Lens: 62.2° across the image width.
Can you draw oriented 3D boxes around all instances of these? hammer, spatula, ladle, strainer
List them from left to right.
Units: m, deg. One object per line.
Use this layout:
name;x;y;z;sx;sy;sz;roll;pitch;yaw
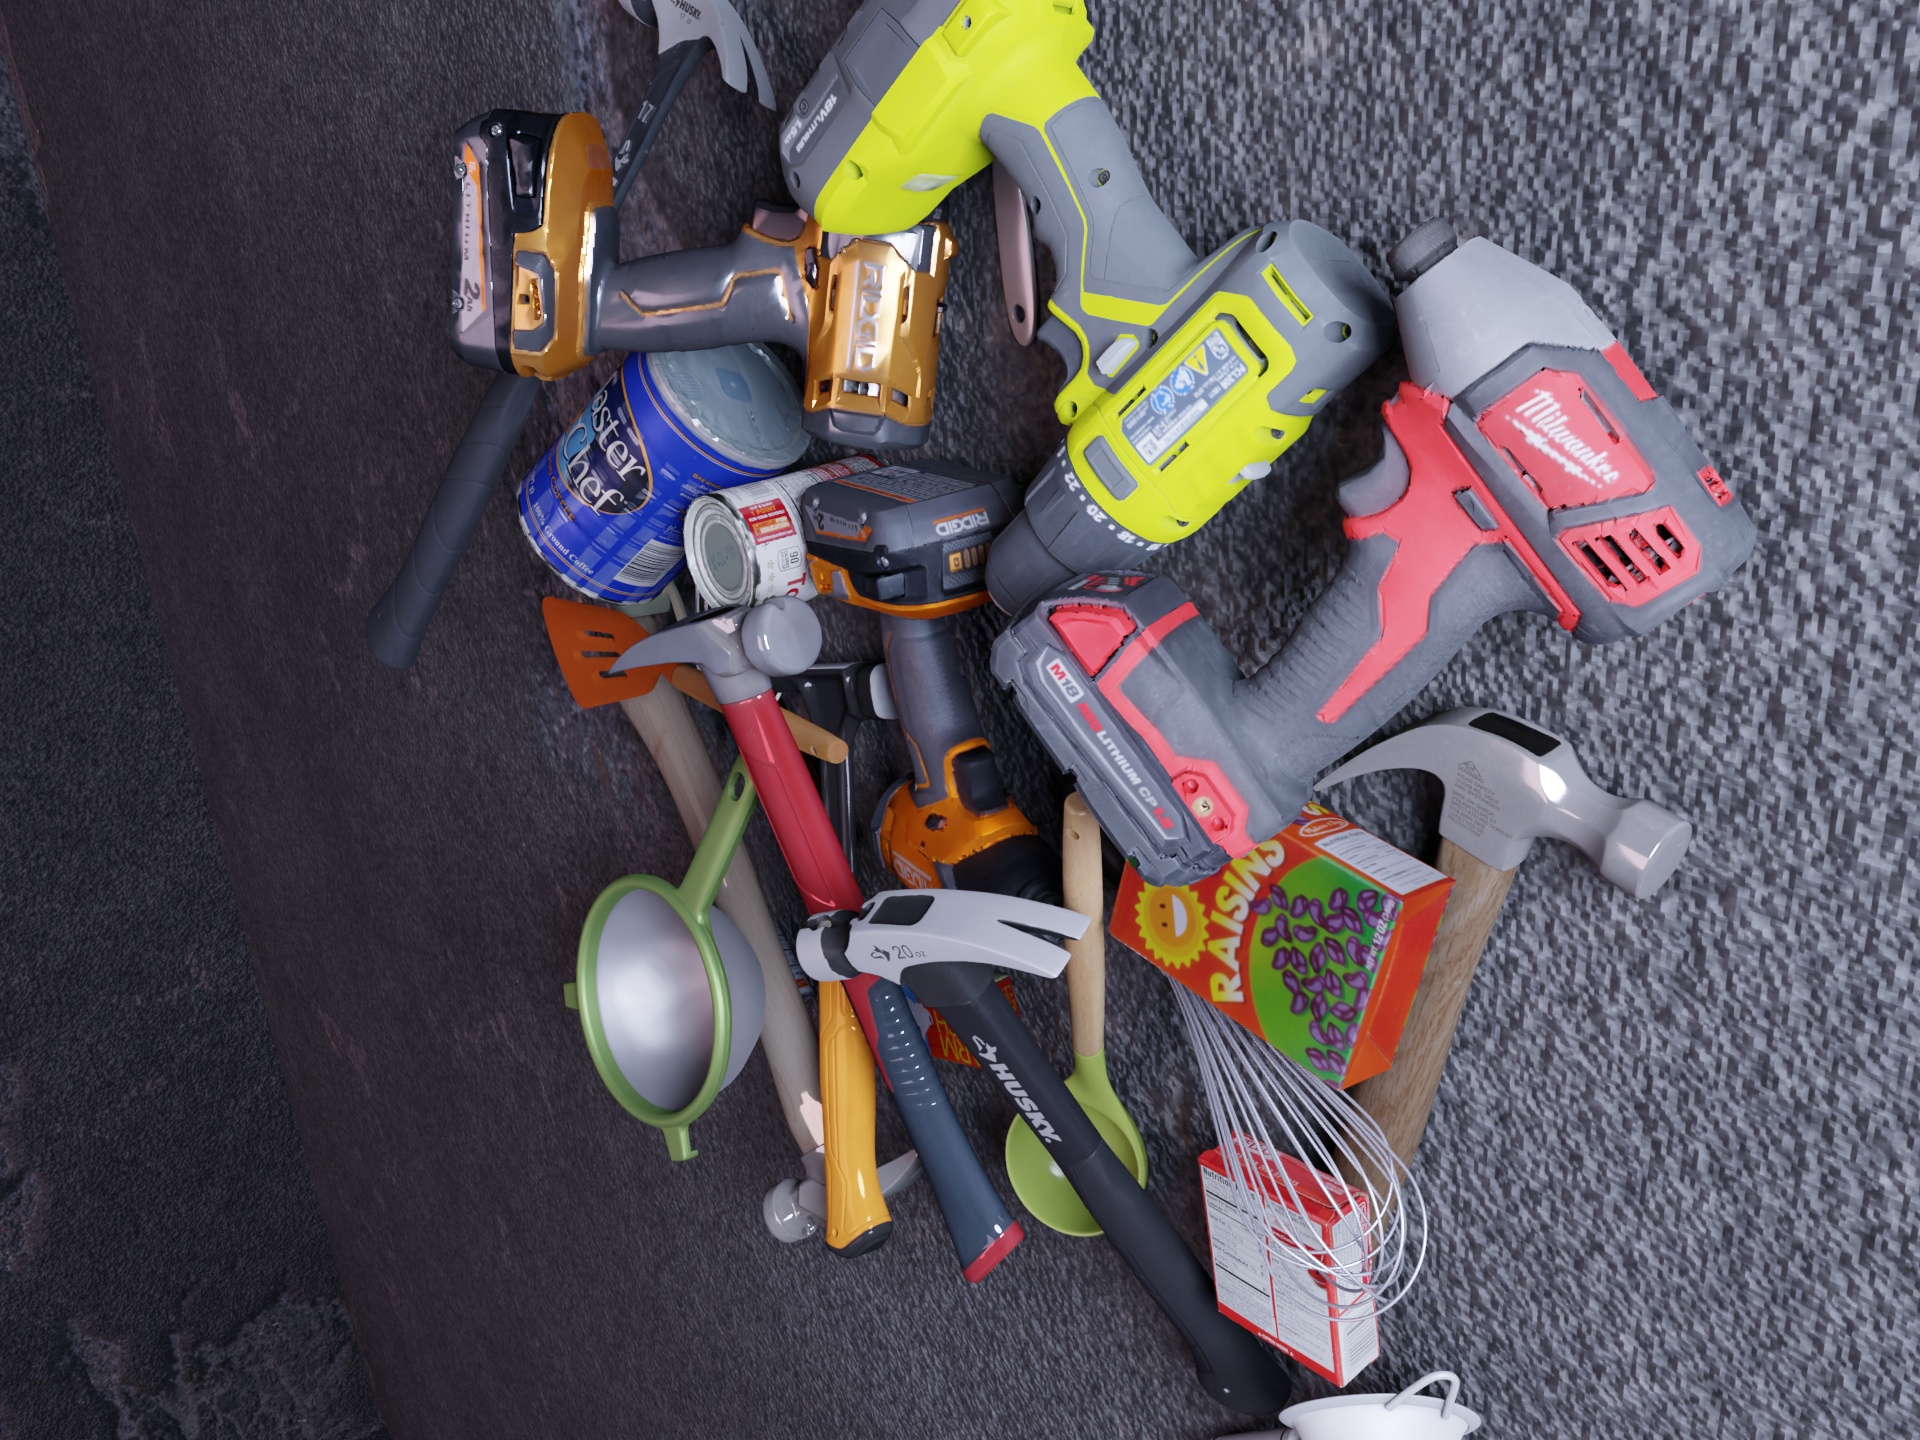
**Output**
hammer;-0.225;-0.202;0.856;0.149;0.036;0.409;47;112;40
spatula;-0.160;-0.016;0.930;0.323;0.041;0.081;22;131;52
strainer;-0.144;0.121;0.940;0.152;0.069;0.256;44;120;33
hammer;-0.134;0.110;1.006;0.146;0.038;0.411;-35;70;33
hammer;-0.073;0.136;0.911;0.127;0.034;0.337;-2;91;46
hammer;-0.063;0.123;0.834;0.143;0.038;0.386;-7;110;46
ladle;0.053;0.146;0.739;0.078;0.062;0.319;23;144;24
hammer;0.066;0.208;0.739;0.146;0.035;0.334;-14;118;43
strainer;0.167;0.346;0.754;0.258;0.087;0.050;119;160;-60
hammer;0.181;0.139;0.653;0.130;0.031;0.331;37;134;37

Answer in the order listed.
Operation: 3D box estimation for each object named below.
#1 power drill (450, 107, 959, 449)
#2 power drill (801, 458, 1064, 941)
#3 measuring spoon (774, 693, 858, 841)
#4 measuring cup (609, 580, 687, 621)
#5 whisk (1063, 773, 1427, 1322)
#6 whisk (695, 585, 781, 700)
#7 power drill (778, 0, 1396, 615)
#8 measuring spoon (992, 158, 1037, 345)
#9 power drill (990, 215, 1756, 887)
power drill;-0.112;-0.232;0.734;0.226;0.084;0.185;10;110;5
power drill;-0.001;-0.002;0.765;0.164;0.084;0.226;28;132;60
measuring spoon;-0.091;0.030;0.985;0.117;0.011;0.021;61;145;17
measuring cup;-0.202;-0.084;1.003;0.168;0.038;0.083;-126;29;-55
whisk;0.107;0.124;0.684;0.285;0.070;0.070;-119;32;-40
whisk;-0.153;-0.121;0.964;0.059;0.058;0.246;-9;98;20
power drill;0.031;-0.168;0.619;0.190;0.080;0.228;-42;77;37
measuring spoon;0.017;-0.226;0.699;0.034;0.018;0.124;13;118;50
power drill;0.124;-0.052;0.529;0.219;0.078;0.143;-36;88;28
